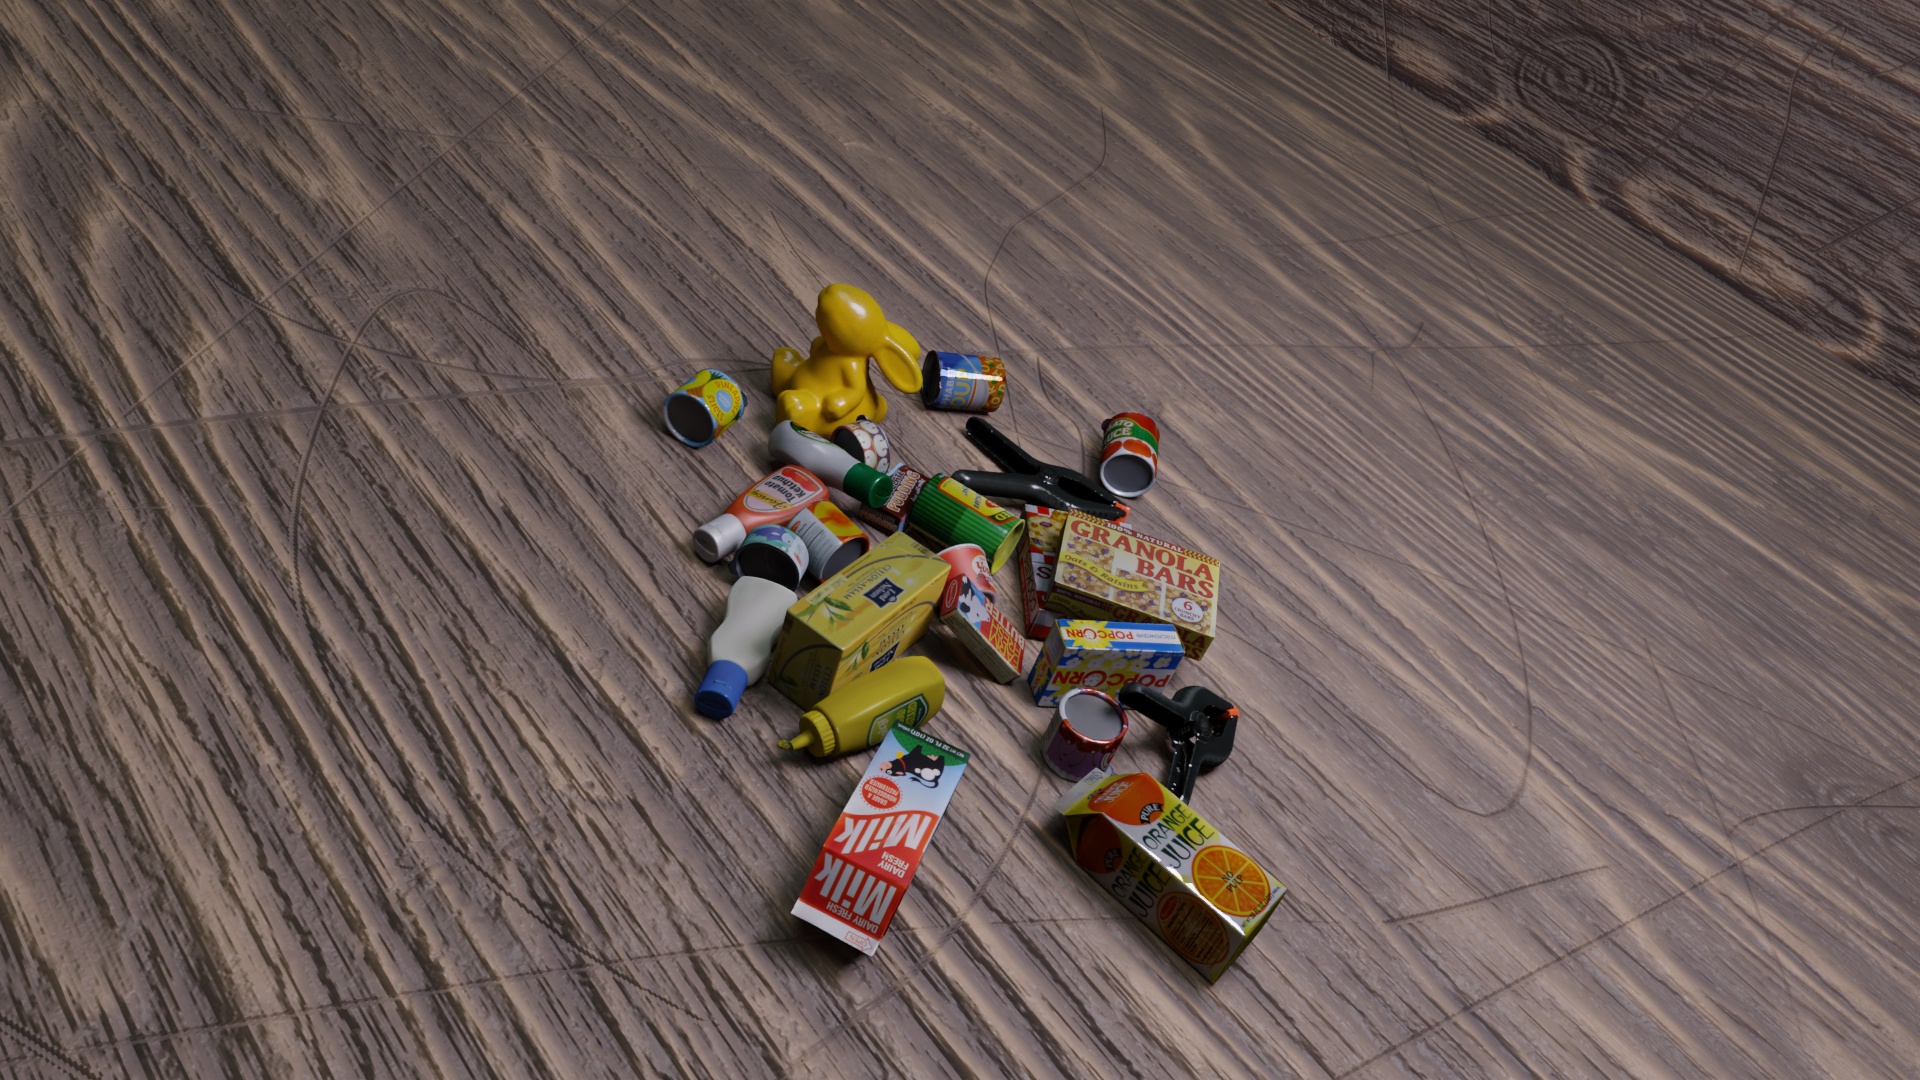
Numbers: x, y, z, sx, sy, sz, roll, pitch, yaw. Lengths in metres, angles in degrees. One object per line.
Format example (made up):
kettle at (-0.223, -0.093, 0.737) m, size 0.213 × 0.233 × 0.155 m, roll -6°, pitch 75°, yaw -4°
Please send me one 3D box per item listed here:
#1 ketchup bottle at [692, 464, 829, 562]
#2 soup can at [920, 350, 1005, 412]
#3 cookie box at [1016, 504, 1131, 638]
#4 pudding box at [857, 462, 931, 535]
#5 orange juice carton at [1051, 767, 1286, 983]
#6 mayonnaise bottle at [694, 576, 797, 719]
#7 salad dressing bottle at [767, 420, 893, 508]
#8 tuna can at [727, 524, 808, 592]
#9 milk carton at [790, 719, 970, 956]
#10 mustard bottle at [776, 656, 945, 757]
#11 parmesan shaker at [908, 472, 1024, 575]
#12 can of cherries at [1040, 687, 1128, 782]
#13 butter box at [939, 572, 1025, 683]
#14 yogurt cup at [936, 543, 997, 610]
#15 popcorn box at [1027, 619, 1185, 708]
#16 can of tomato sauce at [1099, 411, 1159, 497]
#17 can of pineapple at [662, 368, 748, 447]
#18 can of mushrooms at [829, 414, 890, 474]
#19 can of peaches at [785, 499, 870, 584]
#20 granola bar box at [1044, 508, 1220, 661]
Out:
ketchup bottle at (-0.199, -0.024, 1.371) m, size 0.065 × 0.043 × 0.149 m, roll 33°, pitch 41°, yaw 21°
soup can at (0.004, -0.184, 1.627) m, size 0.084 × 0.071 × 0.072 m, roll 3°, pitch 42°, yaw -20°
cookie box at (0.125, 0.040, 1.441) m, size 0.123 × 0.040 × 0.168 m, roll 11°, pitch 39°, yaw -12°
pudding box at (-0.066, -0.043, 1.461) m, size 0.050 × 0.030 × 0.084 m, roll 29°, pitch 39°, yaw 12°
orange juice carton at (0.168, 0.268, 1.167) m, size 0.193 × 0.072 × 0.072 m, roll 39°, pitch 43°, yaw 22°
mayonnaise bottle at (-0.195, 0.095, 1.238) m, size 0.065 × 0.041 × 0.149 m, roll 19°, pitch 40°, yaw 0°
salad dressing bottle at (-0.134, -0.078, 1.432) m, size 0.148 × 0.044 × 0.064 m, roll 29°, pitch 1°, yaw 32°
tuna can at (-0.181, 0.019, 1.312) m, size 0.071 × 0.070 × 0.033 m, roll 21°, pitch 38°, yaw 0°
milk carton at (-0.063, 0.239, 1.100) m, size 0.072 × 0.073 × 0.191 m, roll 26°, pitch 39°, yaw 6°
mustard bottle at (-0.088, 0.153, 1.202) m, size 0.161 × 0.065 × 0.049 m, roll -21°, pitch 49°, yaw -33°
parmesan shaker at (0.005, -0.018, 1.431) m, size 0.103 × 0.071 × 0.072 m, roll 31°, pitch 40°, yaw 13°
can of cherries at (0.115, 0.177, 1.261) m, size 0.071 × 0.058 × 0.072 m, roll 12°, pitch 39°, yaw -10°
butter box at (0.021, 0.084, 1.313) m, size 0.103 × 0.024 × 0.053 m, roll 48°, pitch 31°, yaw -27°
yogurt cup at (0.001, 0.044, 1.364) m, size 0.072 × 0.072 × 0.054 m, roll -5°, pitch 53°, yaw -28°
popcorn box at (0.138, 0.118, 1.318) m, size 0.127 × 0.084 × 0.038 m, roll 4°, pitch 43°, yaw -20°
can of tomato sauce at (0.195, -0.101, 1.612) m, size 0.071 × 0.070 × 0.083 m, roll 18°, pitch 39°, yaw -4°
can of pineapple at (-0.268, -0.139, 1.455) m, size 0.071 × 0.070 × 0.058 m, roll 28°, pitch 40°, yaw 9°
can of mushrooms at (-0.108, -0.096, 1.474) m, size 0.033 × 0.070 × 0.071 m, roll -20°, pitch 54°, yaw -37°
can of peaches at (-0.129, 0.003, 1.353) m, size 0.071 × 0.070 × 0.058 m, roll -24°, pitch 56°, yaw -41°
granola bar box at (0.174, 0.043, 1.393) m, size 0.165 × 0.038 × 0.125 m, roll 19°, pitch 39°, yaw -2°
